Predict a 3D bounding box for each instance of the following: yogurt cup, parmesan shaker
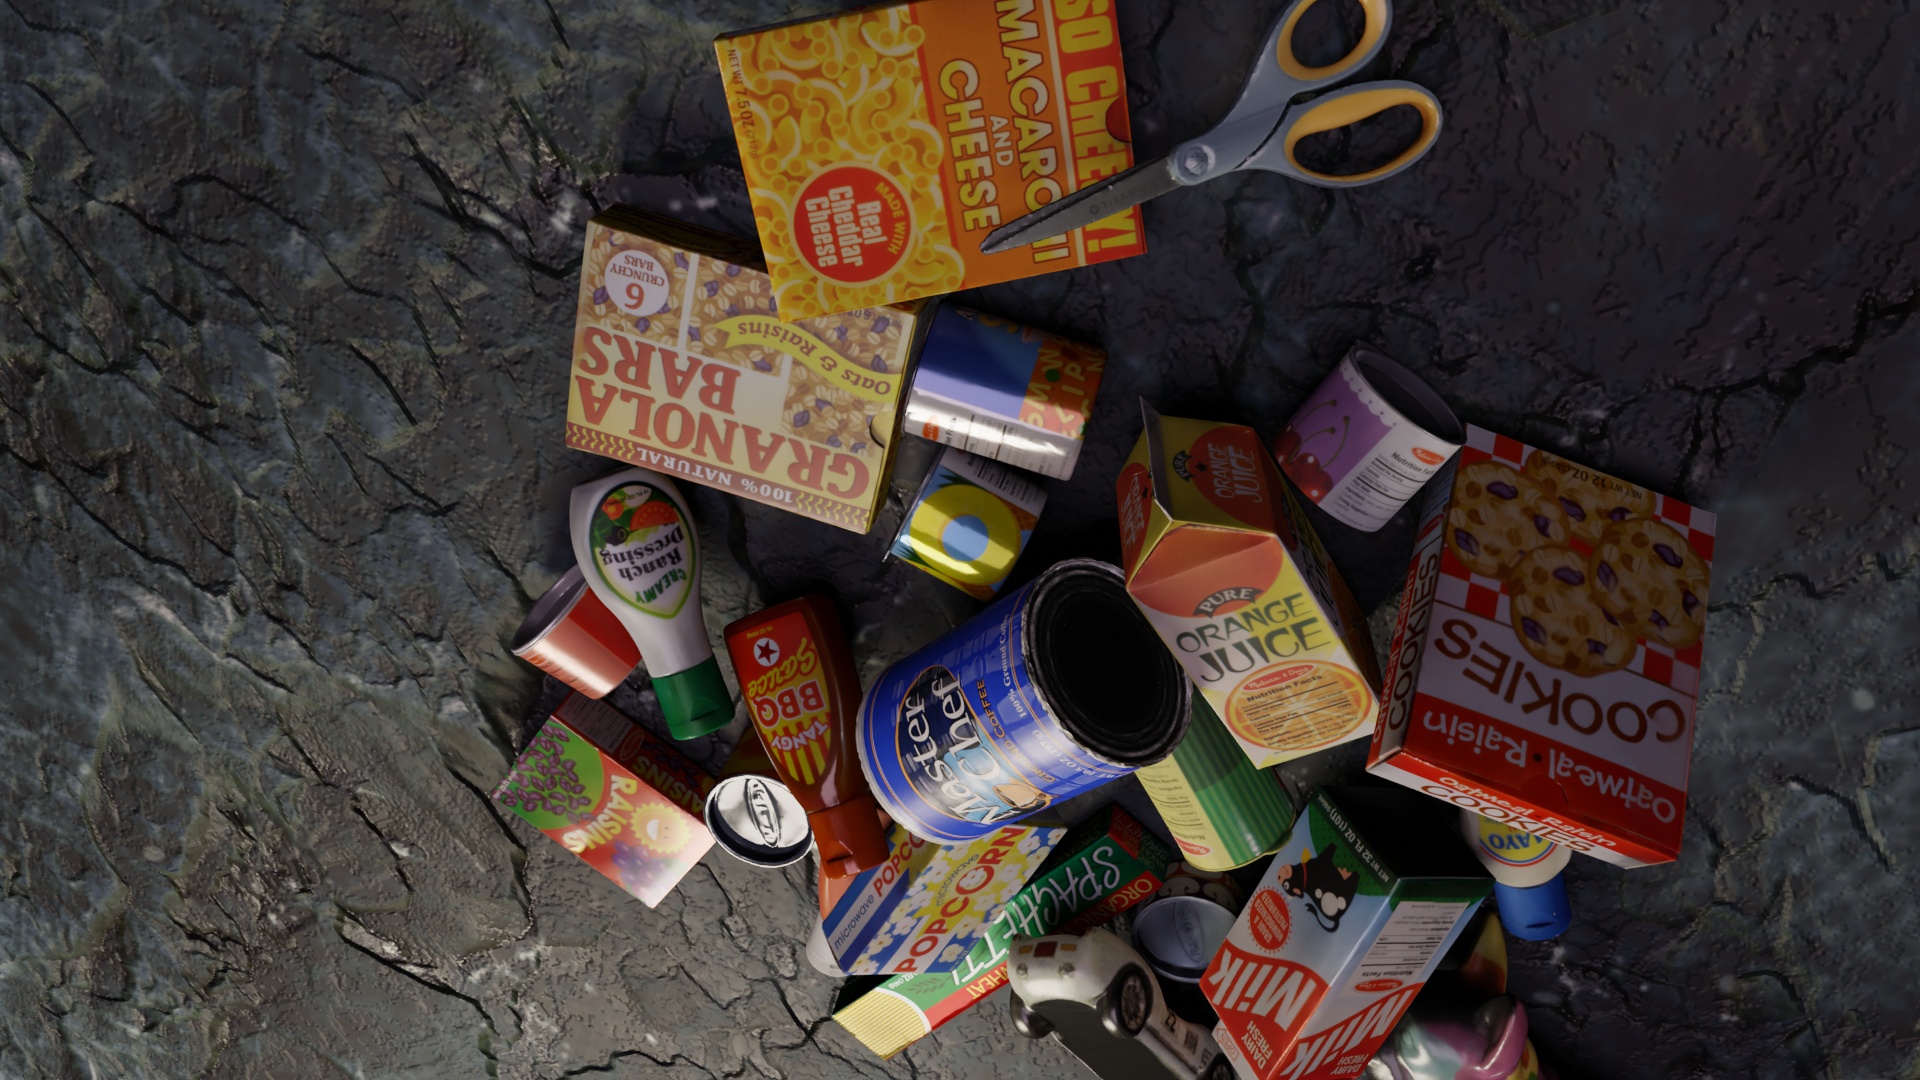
[{"bbox_3d":[-0.207,0.051,0.773,0.072,0.073,0.054,-35,114,26],"label":"yogurt cup"},{"bbox_3d":[0.126,0.113,0.730,0.071,0.072,0.103,-23,110,22],"label":"parmesan shaker"}]

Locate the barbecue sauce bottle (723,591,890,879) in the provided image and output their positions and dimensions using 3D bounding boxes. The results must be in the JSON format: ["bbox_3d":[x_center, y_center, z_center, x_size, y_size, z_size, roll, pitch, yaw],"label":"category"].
[{"bbox_3d":[-0.077,0.106,0.751,0.065,0.044,0.148,-21,85,23],"label":"barbecue sauce bottle"}]

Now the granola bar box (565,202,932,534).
[{"bbox_3d":[-0.109,-0.084,0.693,0.166,0.039,0.123,16,119,3],"label":"granola bar box"}]

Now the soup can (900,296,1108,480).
[{"bbox_3d":[0.022,-0.073,0.658,0.084,0.072,0.071,17,120,2],"label":"soup can"}]

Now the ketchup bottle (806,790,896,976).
[{"bbox_3d":[-0.056,0.199,0.828,0.065,0.044,0.148,13,121,-14],"label":"ketchup bottle"}]

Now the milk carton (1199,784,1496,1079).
[{"bbox_3d":[0.195,0.227,0.750,0.073,0.072,0.189,9,117,-30],"label":"milk carton"}]

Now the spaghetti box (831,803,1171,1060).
[{"bbox_3d":[0.019,0.242,0.845,0.050,0.029,0.249,43,118,-12],"label":"spaghetti box"}]

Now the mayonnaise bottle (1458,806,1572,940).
[{"bbox_3d":[0.289,0.142,0.727,0.064,0.041,0.147,-15,113,16],"label":"mayonnaise bottle"}]

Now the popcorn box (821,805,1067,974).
[{"bbox_3d":[-0.010,0.190,0.783,0.085,0.038,0.126,16,117,-41],"label":"popcorn box"}]

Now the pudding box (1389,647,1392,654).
[{"bbox_3d":[0.235,0.064,0.673,0.030,0.084,0.049,28,120,0],"label":"pudding box"}]

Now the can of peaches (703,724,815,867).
[{"bbox_3d":[-0.105,0.145,0.803,0.071,0.058,0.071,5,118,9],"label":"can of peaches"}]

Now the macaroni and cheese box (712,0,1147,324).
[{"bbox_3d":[-0.010,-0.171,0.603,0.166,0.040,0.123,-11,115,1],"label":"macaroni and cheese box"}]

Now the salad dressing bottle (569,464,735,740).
[{"bbox_3d":[-0.161,0.033,0.744,0.064,0.044,0.147,-22,101,-21],"label":"salad dressing bottle"}]

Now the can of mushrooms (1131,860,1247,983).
[{"bbox_3d":[0.136,0.221,0.806,0.071,0.033,0.070,5,118,10],"label":"can of mushrooms"}]

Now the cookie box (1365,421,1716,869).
[{"bbox_3d":[0.259,0.044,0.614,0.123,0.168,0.040,21,155,1],"label":"cookie box"}]

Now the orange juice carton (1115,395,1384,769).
[{"bbox_3d":[0.130,0.019,0.648,0.073,0.072,0.192,-23,129,22],"label":"orange juice carton"}]

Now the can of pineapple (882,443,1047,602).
[{"bbox_3d":[0.002,-0.009,0.694,0.058,0.071,0.070,28,120,-4],"label":"can of pineapple"}]

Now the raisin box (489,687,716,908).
[{"bbox_3d":[-0.209,0.156,0.842,0.123,0.040,0.085,38,118,-7],"label":"raisin box"}]

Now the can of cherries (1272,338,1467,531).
[{"bbox_3d":[0.185,-0.048,0.637,0.071,0.072,0.058,33,121,-6],"label":"can of cherries"}]
